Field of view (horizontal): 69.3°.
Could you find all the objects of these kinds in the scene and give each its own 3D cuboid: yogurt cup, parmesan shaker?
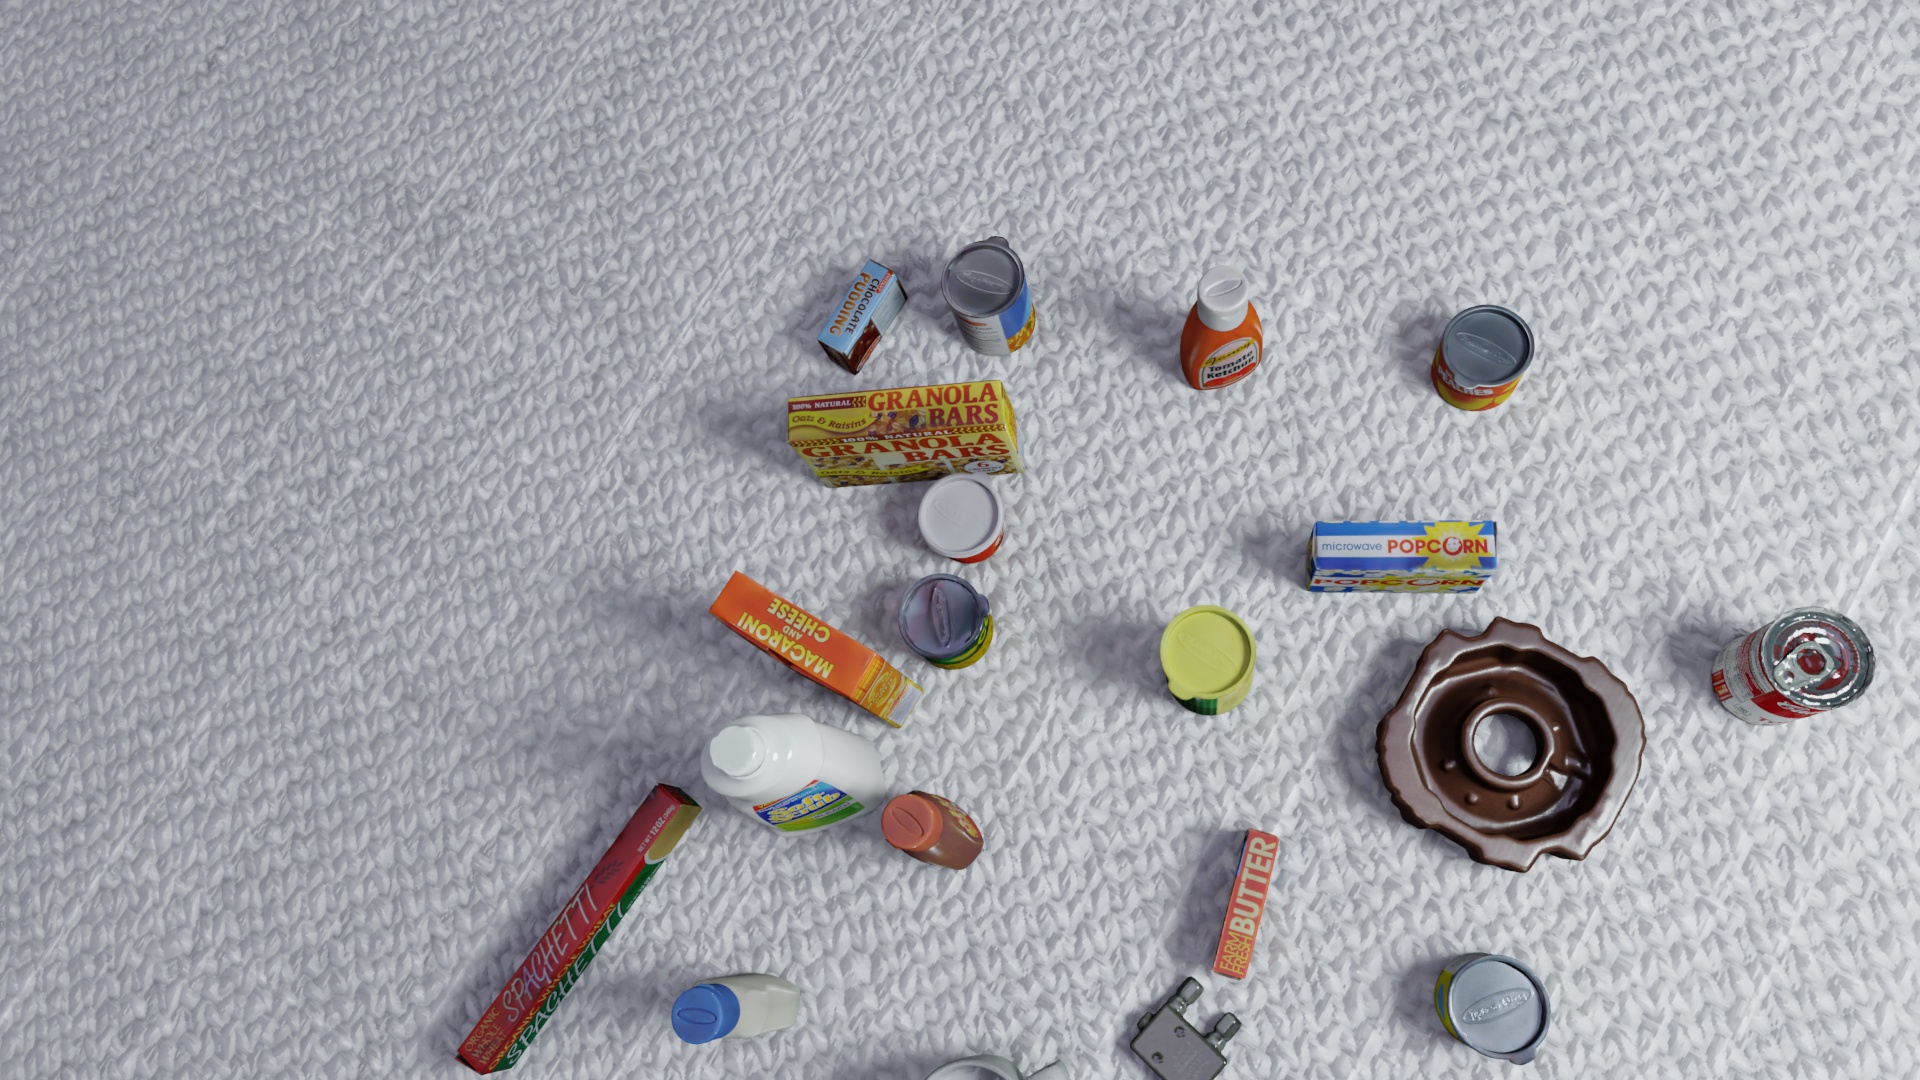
[{"bbox_3d":[0.004,-0.014,1.096,0.072,0.054,0.072,-2,75,9],"label":"yogurt cup"},{"bbox_3d":[0.178,0.091,1.012,0.071,0.103,0.071,-2,75,9],"label":"parmesan shaker"}]

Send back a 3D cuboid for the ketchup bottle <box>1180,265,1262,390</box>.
[{"bbox_3d":[0.198,-0.161,1.053,0.065,0.148,0.043,-22,73,4],"label":"ketchup bottle"}]

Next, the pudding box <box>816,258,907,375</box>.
[{"bbox_3d":[-0.081,-0.186,1.160,0.030,0.049,0.084,30,82,16],"label":"pudding box"}]

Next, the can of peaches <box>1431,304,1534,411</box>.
[{"bbox_3d":[0.395,-0.136,1.059,0.071,0.058,0.071,-2,75,9],"label":"can of peaches"}]

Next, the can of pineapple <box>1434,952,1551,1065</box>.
[{"bbox_3d":[0.360,0.316,0.943,0.071,0.057,0.071,-2,75,9],"label":"can of pineapple"}]

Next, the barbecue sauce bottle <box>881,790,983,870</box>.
[{"bbox_3d":[-0.023,0.205,0.992,0.065,0.148,0.044,38,85,17],"label":"barbecue sauce bottle"}]

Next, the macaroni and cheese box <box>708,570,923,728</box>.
[{"bbox_3d":[-0.102,0.085,1.029,0.124,0.166,0.040,29,82,16],"label":"macaroni and cheese box"}]

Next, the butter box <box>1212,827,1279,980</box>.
[{"bbox_3d":[0.203,0.258,0.988,0.024,0.053,0.103,14,78,13],"label":"butter box"}]

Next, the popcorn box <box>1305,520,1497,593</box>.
[{"bbox_3d":[0.320,0.013,1.018,0.127,0.085,0.038,0,76,10],"label":"popcorn box"}]

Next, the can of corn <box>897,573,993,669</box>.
[{"bbox_3d":[-0.008,0.063,1.075,0.071,0.058,0.071,-2,75,9],"label":"can of corn"}]

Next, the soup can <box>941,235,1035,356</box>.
[{"bbox_3d":[0.026,-0.197,1.126,0.071,0.083,0.071,-2,75,9],"label":"soup can"}]

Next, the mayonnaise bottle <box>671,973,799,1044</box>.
[{"bbox_3d":[-0.162,0.331,0.983,0.065,0.148,0.041,5,77,11],"label":"mayonnaise bottle"}]

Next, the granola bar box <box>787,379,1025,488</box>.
[{"bbox_3d":[-0.039,-0.082,1.085,0.165,0.124,0.039,-4,75,9],"label":"granola bar box"}]

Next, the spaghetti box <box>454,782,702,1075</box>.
[{"bbox_3d":[-0.290,0.297,1.066,0.029,0.050,0.250,34,83,16],"label":"spaghetti box"}]
